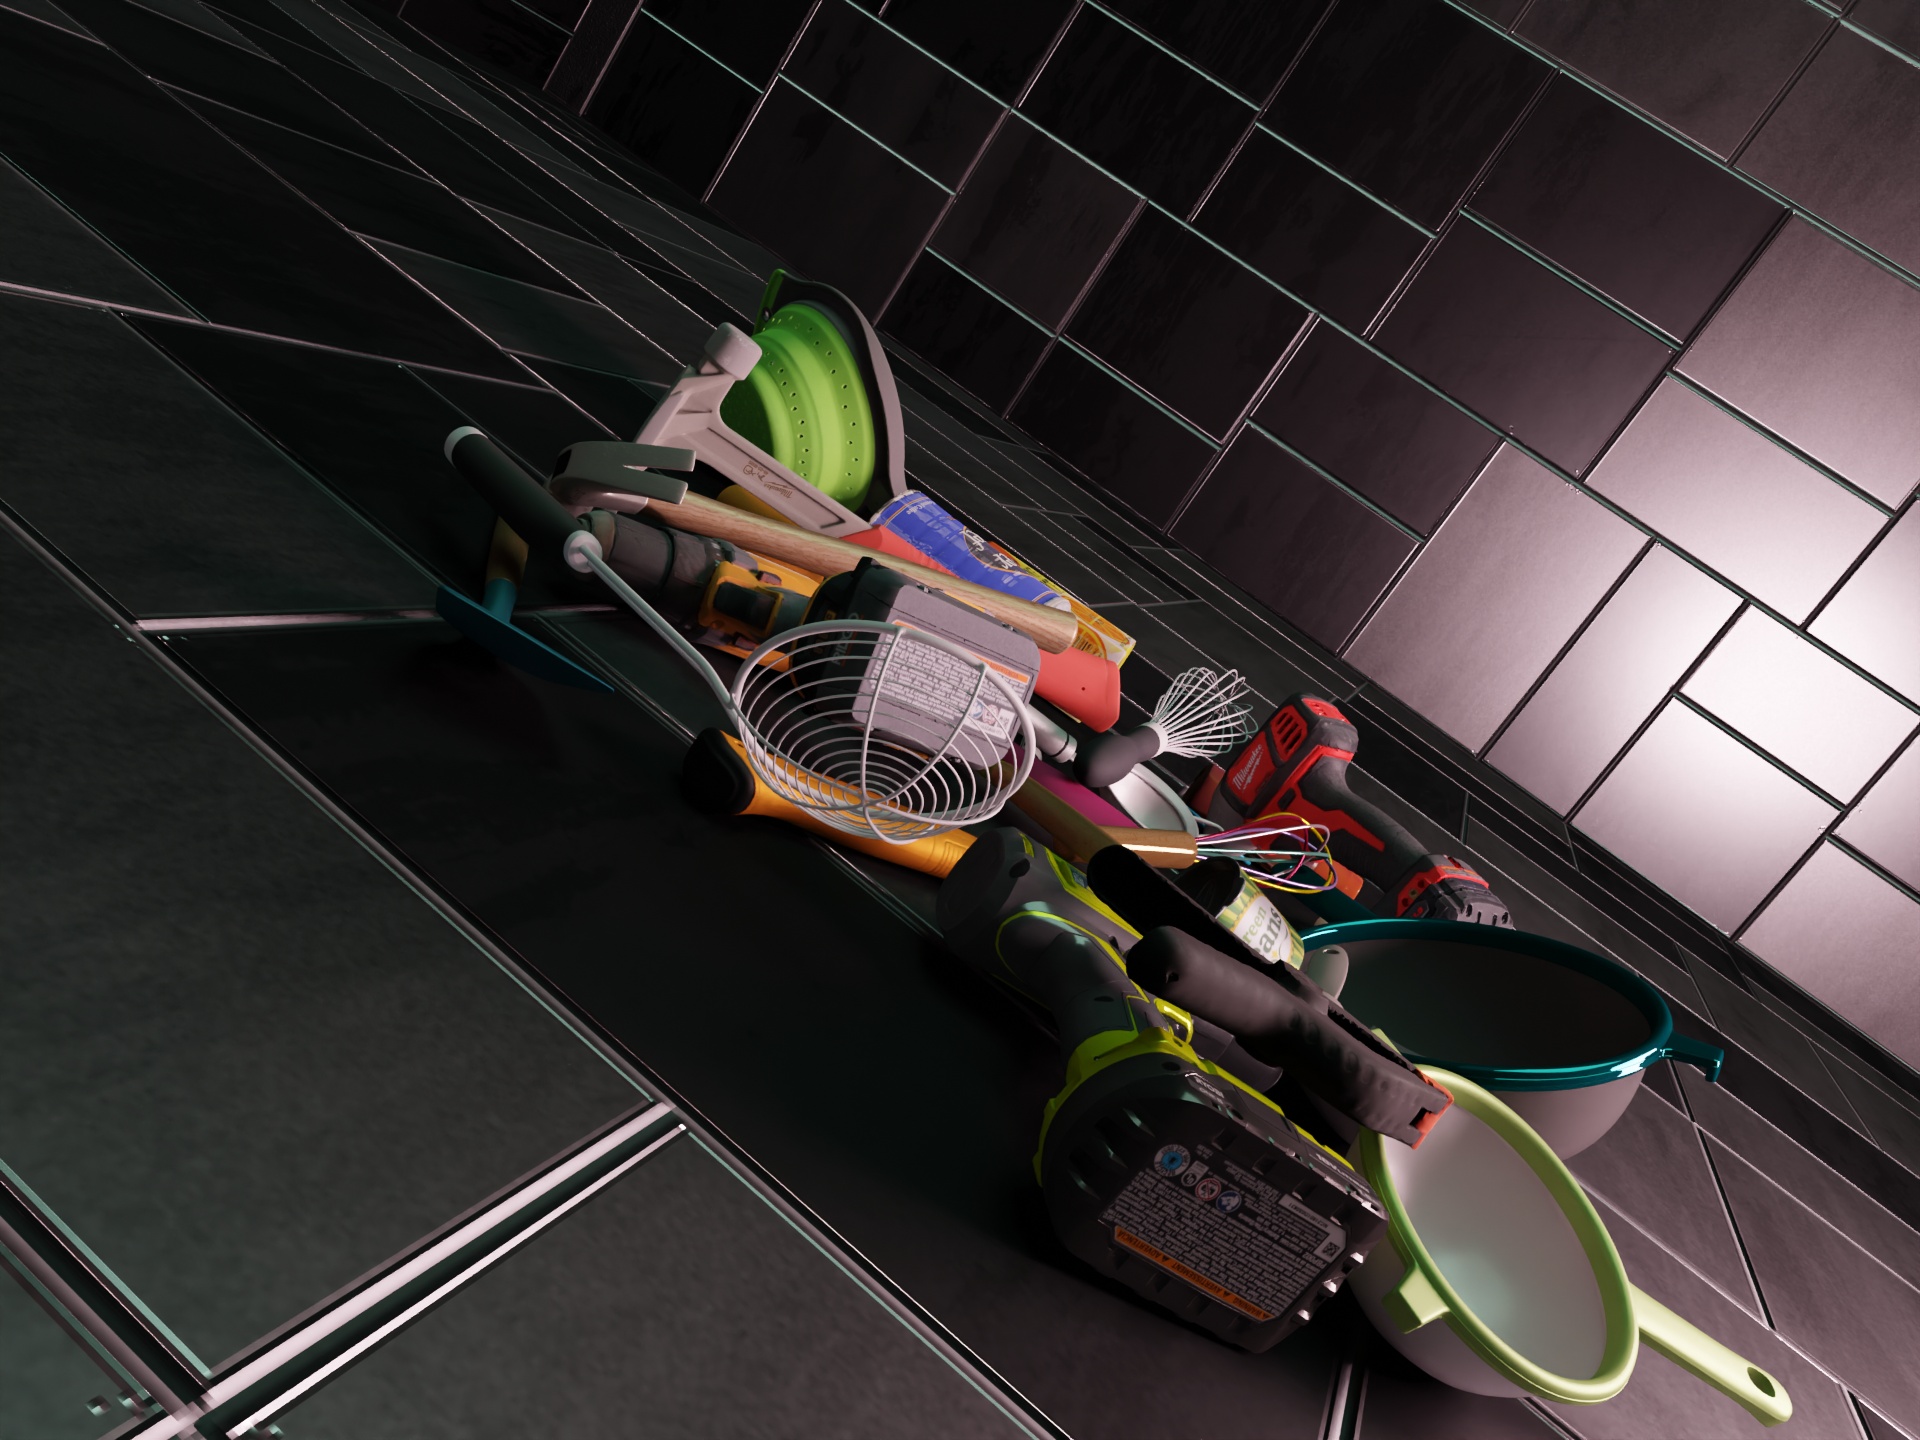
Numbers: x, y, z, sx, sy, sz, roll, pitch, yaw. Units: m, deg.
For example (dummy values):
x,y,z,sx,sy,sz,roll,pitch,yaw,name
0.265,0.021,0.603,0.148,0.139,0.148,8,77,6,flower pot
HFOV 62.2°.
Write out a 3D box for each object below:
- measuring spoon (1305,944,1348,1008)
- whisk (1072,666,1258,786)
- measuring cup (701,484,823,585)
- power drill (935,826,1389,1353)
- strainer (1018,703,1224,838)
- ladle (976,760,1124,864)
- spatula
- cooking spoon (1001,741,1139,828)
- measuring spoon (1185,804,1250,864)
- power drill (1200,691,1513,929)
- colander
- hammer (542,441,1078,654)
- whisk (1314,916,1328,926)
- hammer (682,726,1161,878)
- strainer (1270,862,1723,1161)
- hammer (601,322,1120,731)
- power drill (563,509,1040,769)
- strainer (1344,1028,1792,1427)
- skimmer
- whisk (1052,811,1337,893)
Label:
x,y,z,sx,sy,sz,roll,pitch,yaw,name
0.185,0.131,0.814,0.034,0.018,0.124,5,13,18,measuring spoon
0.137,0.009,1.059,0.070,0.070,0.284,39,24,16,whisk
-0.136,-0.138,1.112,0.095,0.052,0.174,18,15,-17,measuring cup
0.090,0.150,0.677,0.190,0.080,0.229,34,12,-19,power drill
0.070,0.022,1.037,0.258,0.050,0.087,37,22,-25,strainer
0.041,0.028,0.824,0.078,0.062,0.320,40,-2,-31,ladle
-0.219,-0.080,0.791,0.082,0.044,0.318,33,13,-24,spatula
-0.002,-0.003,1.000,0.319,0.017,0.068,35,11,29,cooking spoon
0.169,0.078,1.194,0.128,0.021,0.042,39,6,-21,measuring spoon
0.255,0.098,1.089,0.078,0.143,0.220,15,31,-42,power drill
-0.097,-0.178,1.254,0.094,0.204,0.397,-21,68,-31,colander
-0.078,-0.098,0.949,0.331,0.031,0.130,16,-10,-22,hammer
0.354,0.186,1.200,0.246,0.058,0.059,22,-15,-31,whisk
0.003,0.067,0.825,0.336,0.034,0.127,23,19,-35,hammer
0.247,0.169,0.906,0.211,0.095,0.340,-2,12,-11,strainer
-0.047,-0.091,1.022,0.358,0.149,0.037,33,12,-18,hammer
-0.091,-0.053,0.836,0.185,0.084,0.226,21,0,-41,power drill
0.253,0.256,0.695,0.256,0.069,0.152,34,32,-15,strainer
-0.119,-0.063,0.737,0.364,0.090,0.127,39,-26,34,skimmer
0.141,0.073,0.923,0.244,0.047,0.051,7,-1,-43,whisk
